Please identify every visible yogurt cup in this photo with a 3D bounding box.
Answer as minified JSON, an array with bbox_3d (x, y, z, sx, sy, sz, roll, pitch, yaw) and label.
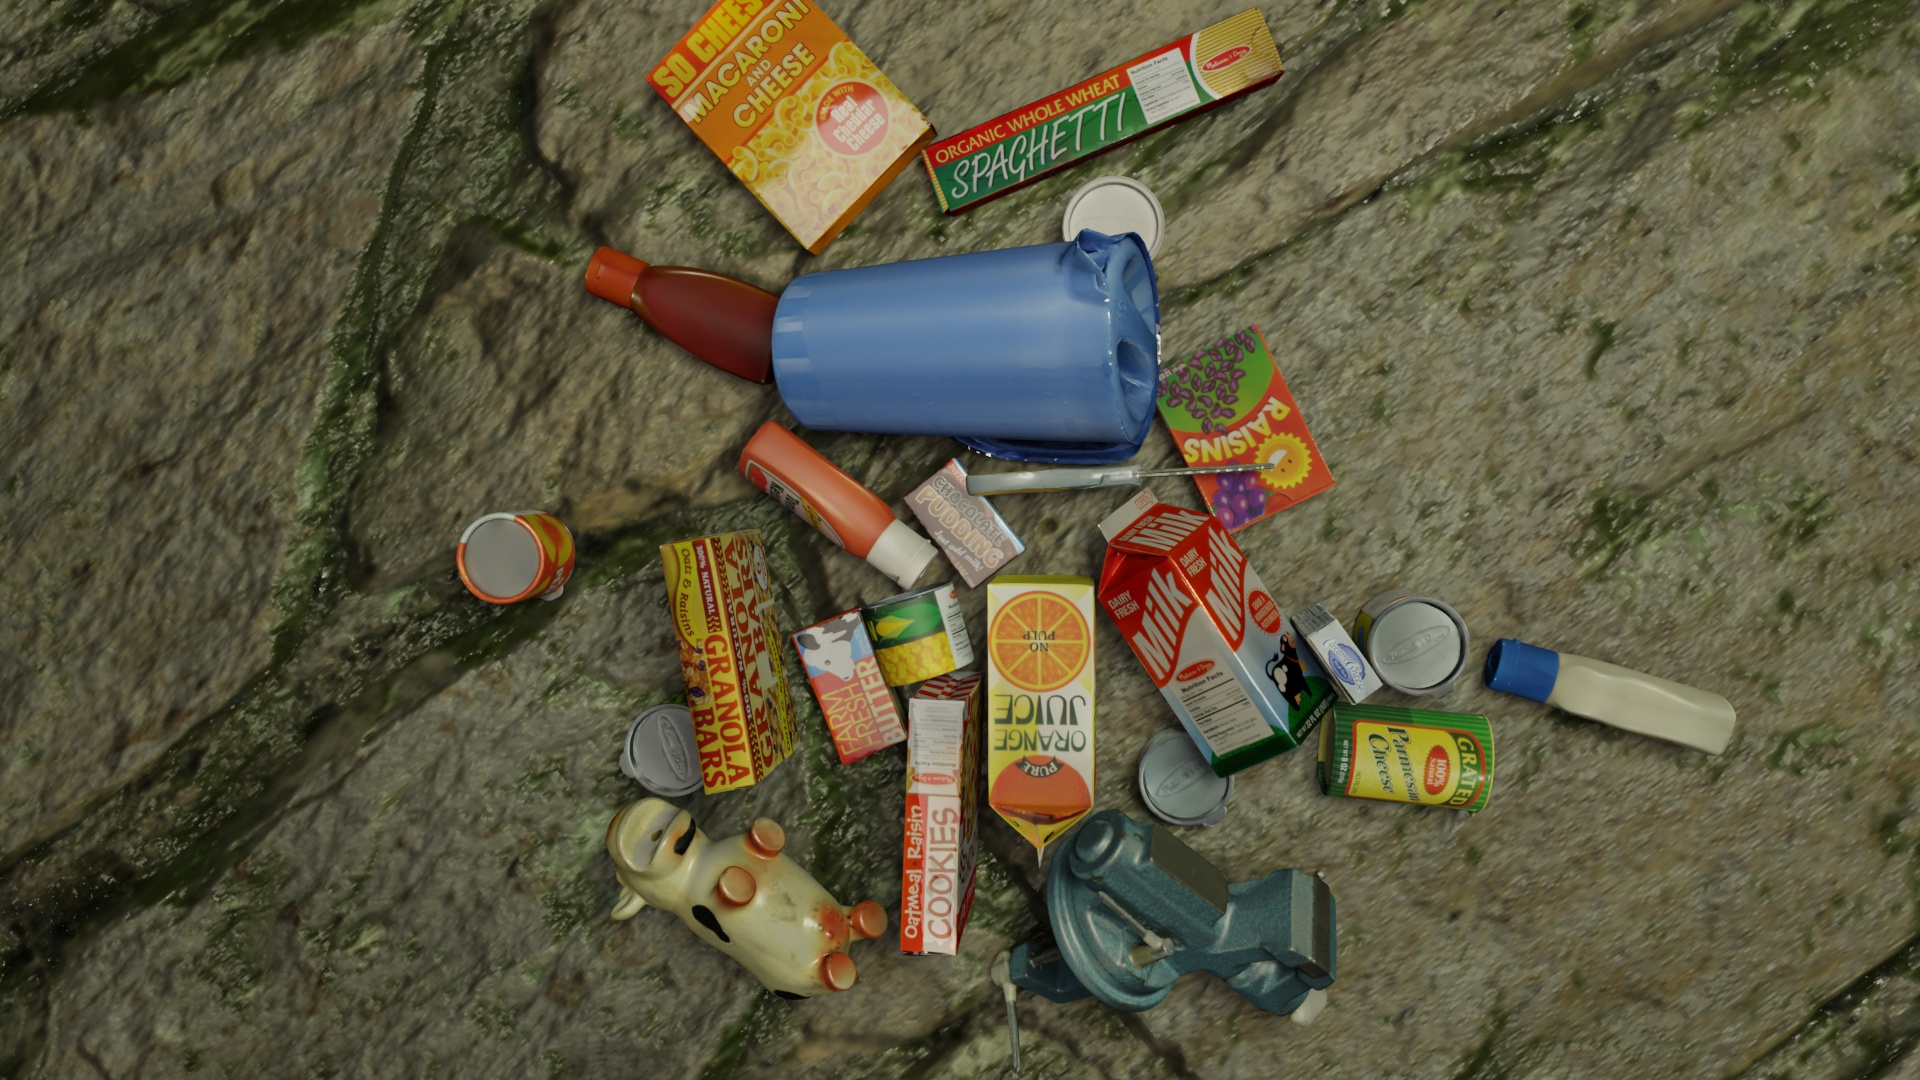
[{"bbox_3d":[0.104,-0.211,0.951,0.072,0.054,0.072,0,93,5],"label":"yogurt cup"}]

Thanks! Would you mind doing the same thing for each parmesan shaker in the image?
[{"bbox_3d":[0.300,0.149,0.943,0.103,0.071,0.071,5,93,5],"label":"parmesan shaker"}]

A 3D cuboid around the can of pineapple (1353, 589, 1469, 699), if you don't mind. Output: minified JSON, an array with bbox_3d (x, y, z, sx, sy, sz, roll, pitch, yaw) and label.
[{"bbox_3d":[0.305,0.070,0.943,0.071,0.058,0.071,0,93,6],"label":"can of pineapple"}]

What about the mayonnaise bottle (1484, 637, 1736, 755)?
[{"bbox_3d":[0.432,0.103,0.932,0.148,0.065,0.041,16,98,9],"label":"mayonnaise bottle"}]

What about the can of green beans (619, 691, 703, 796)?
[{"bbox_3d":[-0.199,0.144,0.994,0.071,0.058,0.071,0,93,5],"label":"can of green beans"}]

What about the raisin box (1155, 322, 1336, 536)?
[{"bbox_3d":[0.191,-0.075,0.957,0.086,0.040,0.123,-26,91,5],"label":"raisin box"}]

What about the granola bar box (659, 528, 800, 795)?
[{"bbox_3d":[-0.155,0.077,0.954,0.039,0.124,0.165,-10,92,7],"label":"granola bar box"}]

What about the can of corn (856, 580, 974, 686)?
[{"bbox_3d":[-0.031,0.066,0.971,0.071,0.071,0.058,-16,92,6],"label":"can of corn"}]

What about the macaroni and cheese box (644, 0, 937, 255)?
[{"bbox_3d":[-0.119,-0.304,0.976,0.123,0.040,0.166,-44,89,6],"label":"macaroni and cheese box"}]

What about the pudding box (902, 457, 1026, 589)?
[{"bbox_3d":[0.004,-0.012,0.982,0.049,0.030,0.083,-37,89,5],"label":"pudding box"}]

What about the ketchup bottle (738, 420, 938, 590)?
[{"bbox_3d":[-0.084,-0.023,0.972,0.149,0.064,0.043,36,74,4],"label":"ketchup bottle"}]

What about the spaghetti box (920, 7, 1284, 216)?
[{"bbox_3d":[0.096,-0.294,0.961,0.250,0.029,0.050,-21,91,6],"label":"spaghetti box"}]

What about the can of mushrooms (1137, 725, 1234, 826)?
[{"bbox_3d":[0.159,0.166,0.974,0.071,0.033,0.071,0,92,5],"label":"can of mushrooms"}]

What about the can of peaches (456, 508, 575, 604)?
[{"bbox_3d":[-0.318,0.013,1.000,0.071,0.058,0.071,0,92,6],"label":"can of peaches"}]

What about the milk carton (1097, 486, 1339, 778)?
[{"bbox_3d":[0.163,0.055,0.936,0.073,0.073,0.190,-35,90,43],"label":"milk carton"}]

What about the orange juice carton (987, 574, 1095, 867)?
[{"bbox_3d":[0.057,0.122,0.962,0.073,0.072,0.192,0,92,6],"label":"orange juice carton"}]

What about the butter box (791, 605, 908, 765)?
[{"bbox_3d":[-0.077,0.104,0.998,0.053,0.024,0.103,-21,91,5],"label":"butter box"}]

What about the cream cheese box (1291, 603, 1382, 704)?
[{"bbox_3d":[0.249,0.074,0.925,0.024,0.104,0.053,-35,88,8],"label":"cream cheese box"}]

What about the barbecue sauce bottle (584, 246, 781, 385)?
[{"bbox_3d":[-0.193,-0.165,0.987,0.148,0.044,0.065,23,95,5],"label":"barbecue sauce bottle"}]

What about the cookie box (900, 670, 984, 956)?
[{"bbox_3d":[-0.012,0.180,0.945,0.040,0.123,0.167,3,93,6],"label":"cookie box"}]
